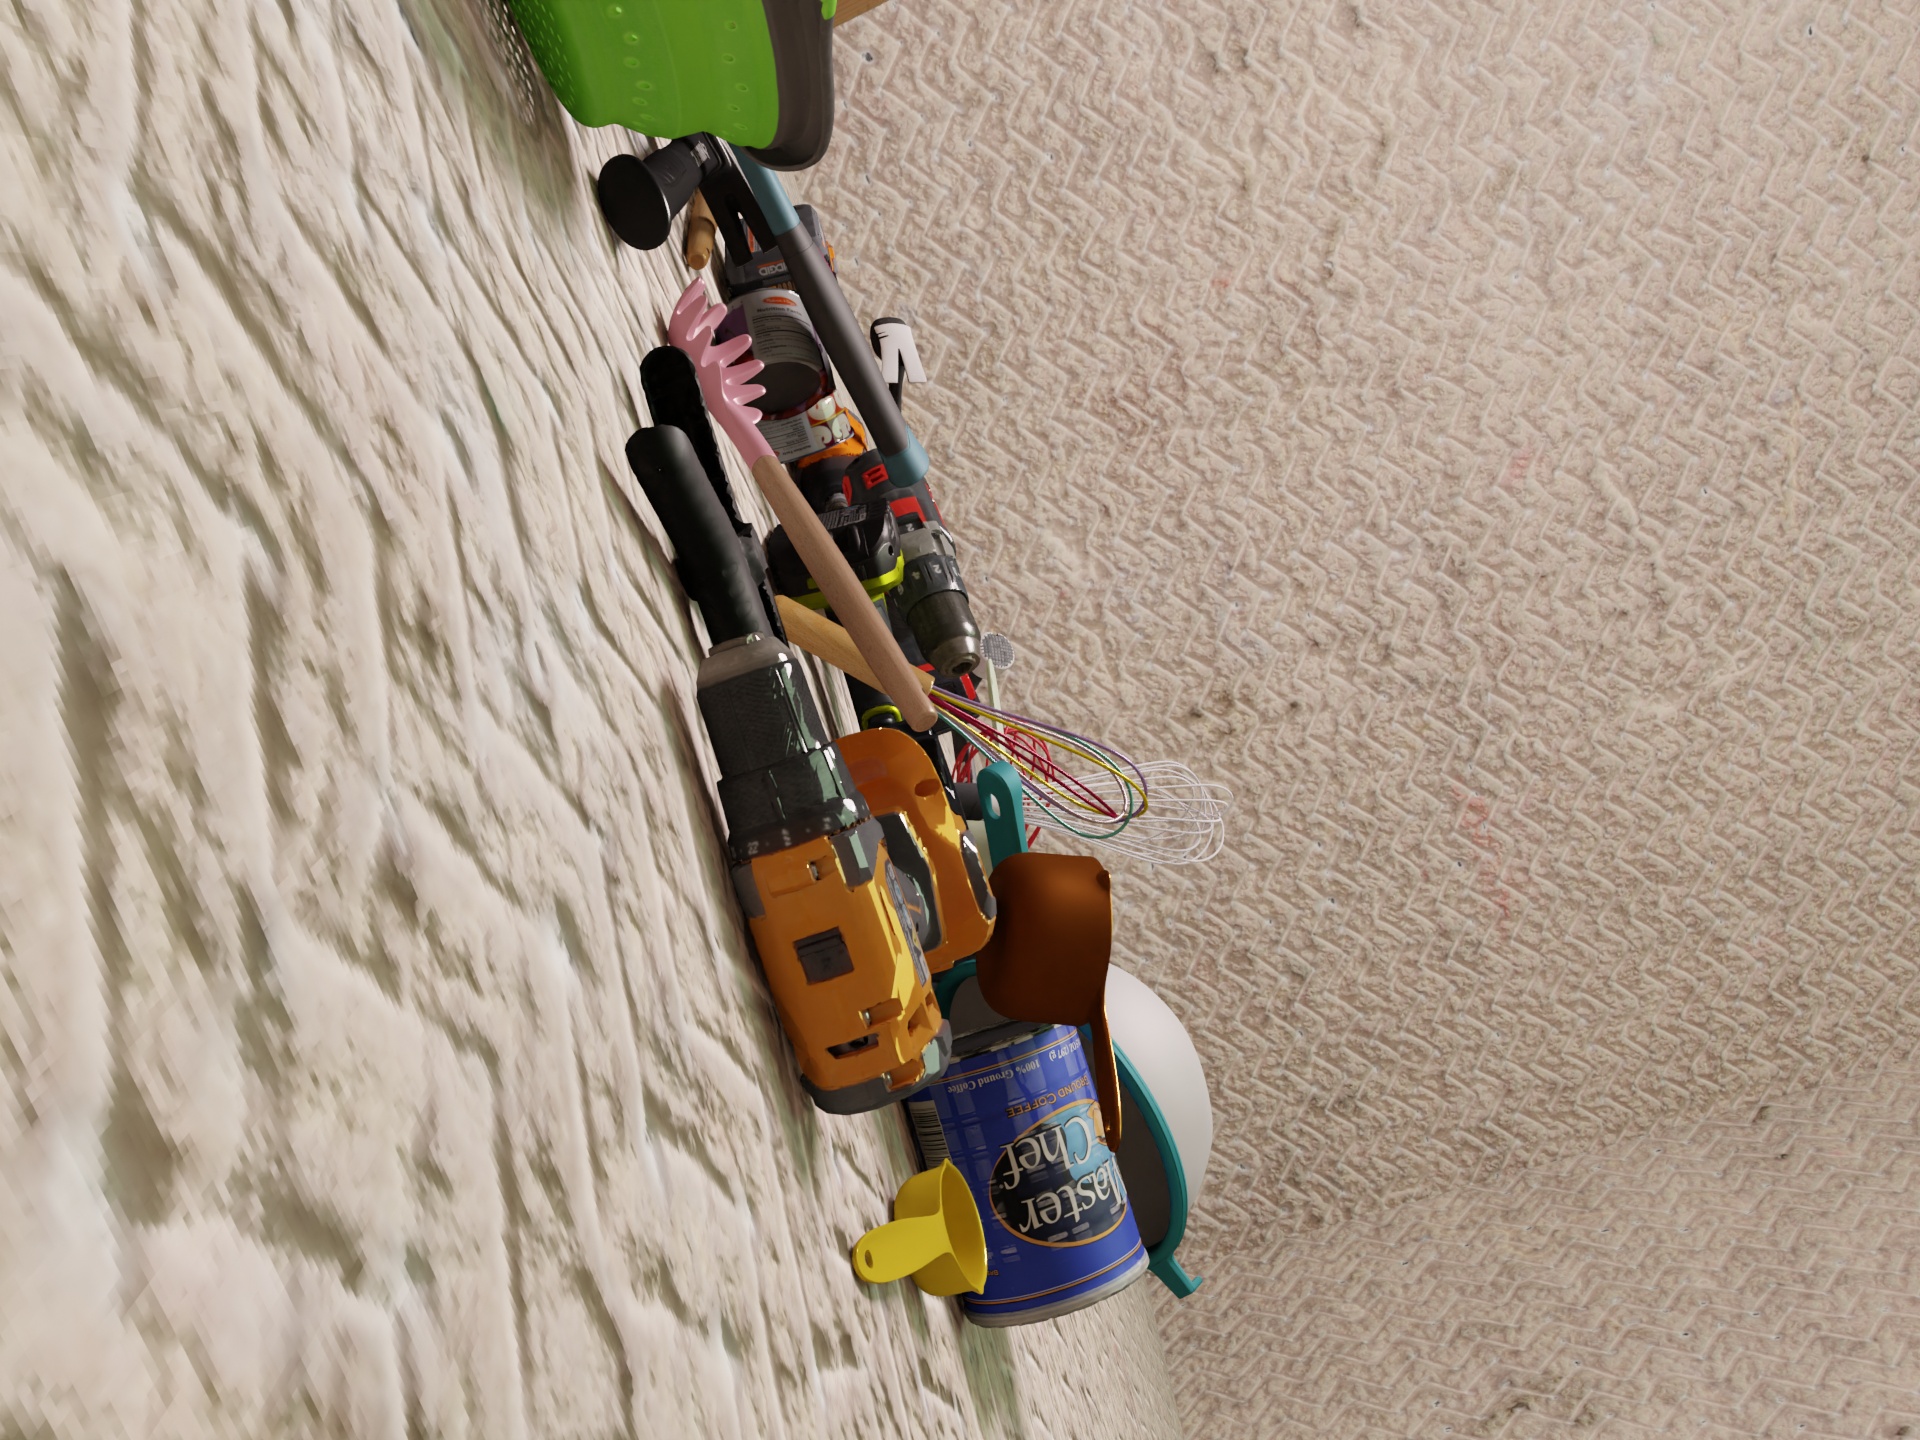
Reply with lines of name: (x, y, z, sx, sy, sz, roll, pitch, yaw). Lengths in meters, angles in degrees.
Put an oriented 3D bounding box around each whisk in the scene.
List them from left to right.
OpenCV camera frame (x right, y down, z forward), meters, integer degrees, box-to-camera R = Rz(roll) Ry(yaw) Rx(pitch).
whisk: (-0.002, -0.002, 0.897, 0.245, 0.051, 0.047, 29, -2, -8)
whisk: (0.019, 0.115, 1.141, 0.073, 0.073, 0.295, -104, -163, -49)
whisk: (0.046, 0.050, 0.951, 0.070, 0.284, 0.070, -15, -107, 59)

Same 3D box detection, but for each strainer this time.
strainer: (0.073, 0.164, 0.954, 0.211, 0.095, 0.340, 17, -54, 46)

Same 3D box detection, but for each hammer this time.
hammer: (-0.162, -0.312, 0.919, 0.146, 0.035, 0.335, 60, 10, -24)
hammer: (-0.102, -0.295, 0.991, 0.128, 0.033, 0.330, -95, 159, -61)
hammer: (-0.053, -0.151, 1.314, 0.127, 0.034, 0.336, -104, -167, -58)
hammer: (0.014, 0.140, 1.283, 0.149, 0.036, 0.409, -37, -128, 50)

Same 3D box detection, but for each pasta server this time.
pasta server: (-0.080, -0.114, 0.786, 0.317, 0.040, 0.060, 57, 7, 34)

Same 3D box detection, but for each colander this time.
colander: (-0.168, -0.336, 0.740, 0.204, 0.094, 0.397, 68, -13, -21)

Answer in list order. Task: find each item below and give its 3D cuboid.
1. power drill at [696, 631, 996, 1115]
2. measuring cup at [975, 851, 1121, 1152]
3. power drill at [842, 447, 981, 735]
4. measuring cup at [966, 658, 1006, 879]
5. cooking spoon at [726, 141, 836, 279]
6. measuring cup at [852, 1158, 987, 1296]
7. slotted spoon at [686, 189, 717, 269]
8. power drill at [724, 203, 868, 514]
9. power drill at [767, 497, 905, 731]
power drill: (-0.050, 0.050, 0.690, 0.226, 0.084, 0.185, -42, 113, -82)
measuring cup: (0.043, 0.137, 0.779, 0.174, 0.052, 0.095, -97, -161, -51)
power drill: (-0.030, -0.070, 1.189, 0.226, 0.080, 0.188, 89, -20, -59)
measuring cup: (0.011, 0.045, 1.007, 0.083, 0.038, 0.168, 32, 53, -75)
cooking spoon: (-0.134, -0.362, 1.043, 0.318, 0.017, 0.069, 59, 12, -27)
measuring cup: (-0.026, 0.227, 0.688, 0.156, 0.029, 0.062, 30, 41, -69)
slotted spoon: (-0.182, -0.373, 1.149, 0.314, 0.031, 0.070, -100, 172, -59)
power drill: (-0.118, -0.267, 1.238, 0.164, 0.084, 0.226, -103, 180, -57)
power drill: (-0.055, -0.019, 1.015, 0.171, 0.080, 0.223, -100, 176, -75)
